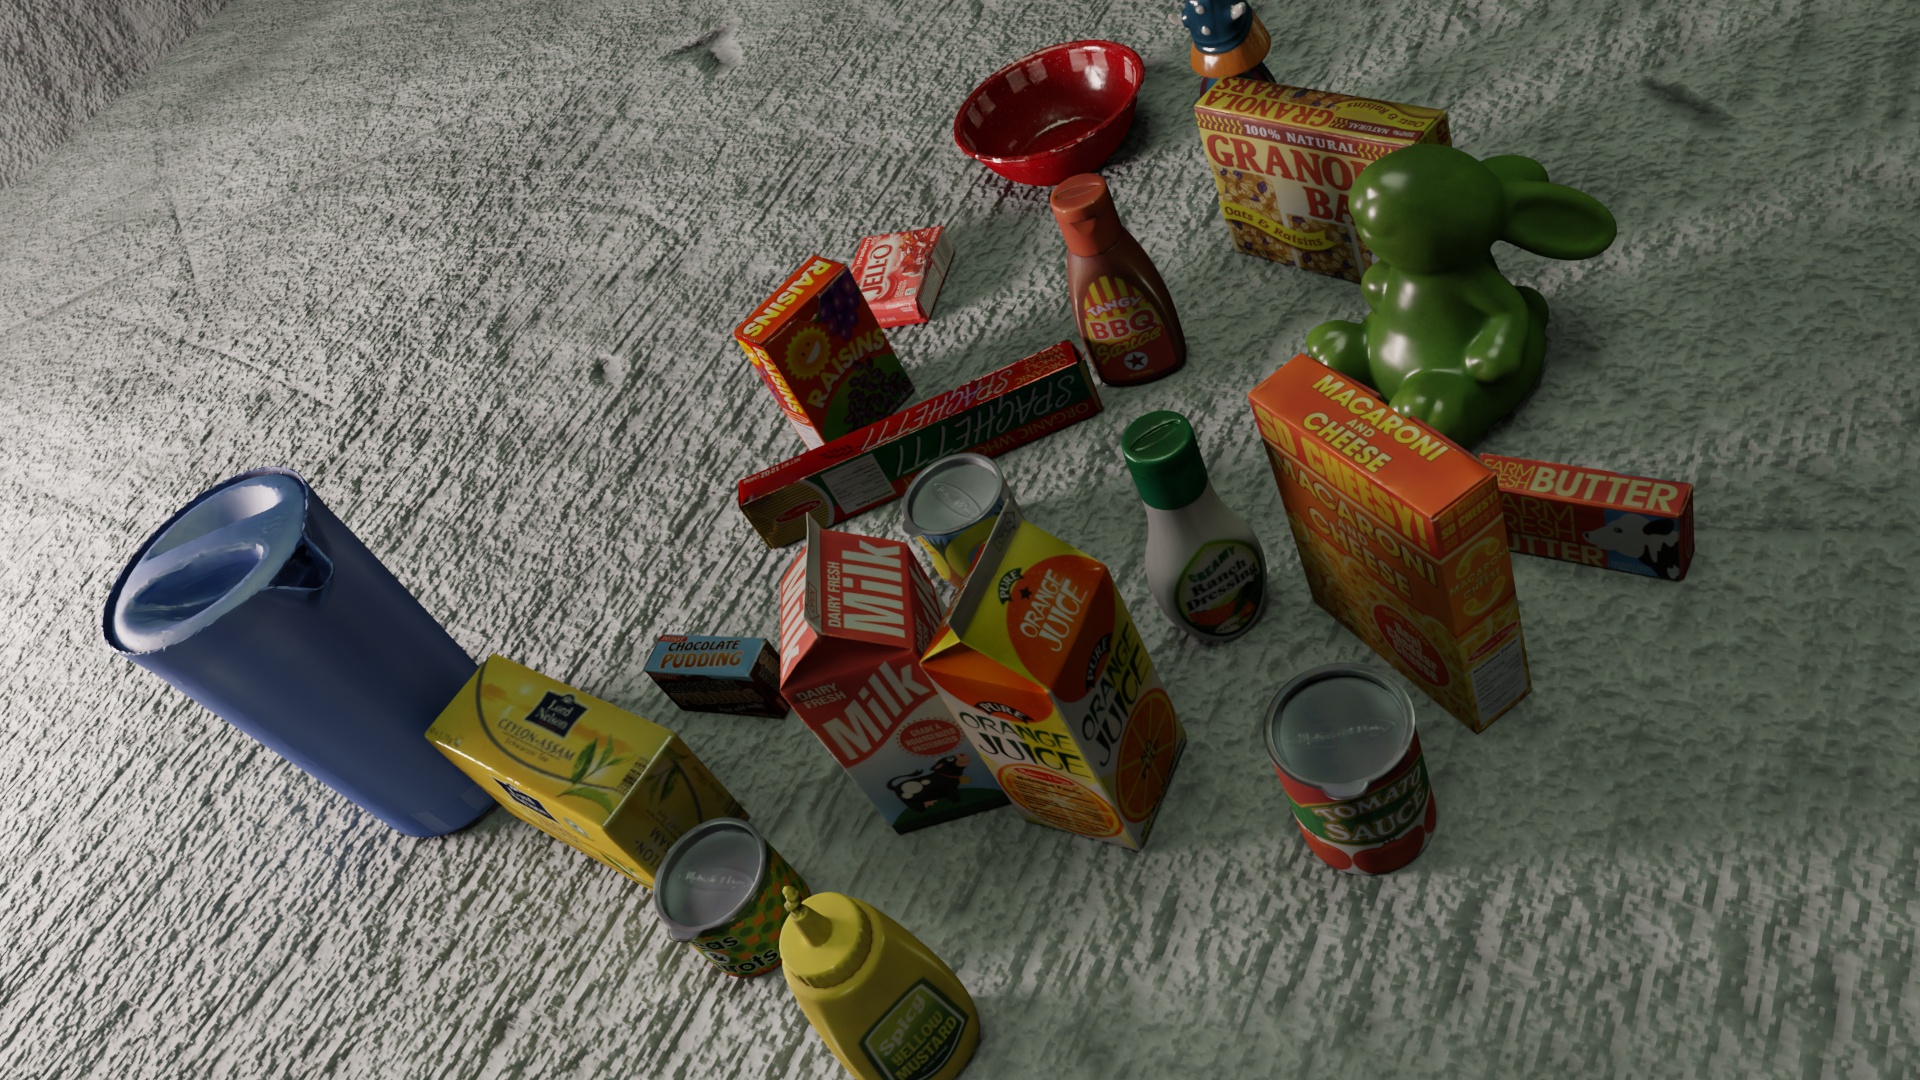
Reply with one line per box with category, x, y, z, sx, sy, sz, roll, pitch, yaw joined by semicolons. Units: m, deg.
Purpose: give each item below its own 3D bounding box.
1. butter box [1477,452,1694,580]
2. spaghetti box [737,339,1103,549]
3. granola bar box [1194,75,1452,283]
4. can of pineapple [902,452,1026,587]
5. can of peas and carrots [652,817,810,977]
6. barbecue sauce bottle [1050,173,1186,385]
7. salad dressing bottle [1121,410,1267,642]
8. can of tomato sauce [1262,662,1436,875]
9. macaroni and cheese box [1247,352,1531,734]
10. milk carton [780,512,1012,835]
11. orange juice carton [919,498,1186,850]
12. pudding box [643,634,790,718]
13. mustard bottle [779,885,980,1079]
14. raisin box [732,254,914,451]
butter box;0.316;-0.013;0.709;0.103;0.053;0.024;13;58;36
spaghetti box;-0.028;-0.063;0.936;0.250;0.050;0.029;-23;44;7
granola bar box;0.238;-0.228;0.896;0.166;0.123;0.039;27;67;42
can of pineapple;0.003;-0.011;0.866;0.071;0.057;0.071;-15;45;15
can of peas and carrots;-0.121;0.193;0.741;0.071;0.058;0.071;-15;45;15
barbecue sauce bottle;0.098;-0.167;0.895;0.065;0.148;0.044;-12;46;18
salad dressing bottle;0.122;-0.006;0.734;0.064;0.147;0.044;-31;43;-1
can of tomato sauce;0.183;0.109;0.644;0.071;0.082;0.071;-15;45;15
macaroni and cheese box;0.208;0.001;0.669;0.040;0.165;0.124;-37;44;-7
milk carton;-0.038;0.069;0.717;0.073;0.189;0.073;-18;45;12
orange juice carton;0.043;0.068;0.675;0.073;0.192;0.072;8;55;33
pudding box;-0.148;0.083;0.863;0.083;0.049;0.030;1;51;28
mustard bottle;-0.043;0.199;0.622;0.065;0.159;0.049;-44;45;-15
raisin box;-0.093;-0.125;0.973;0.040;0.123;0.086;27;66;41
